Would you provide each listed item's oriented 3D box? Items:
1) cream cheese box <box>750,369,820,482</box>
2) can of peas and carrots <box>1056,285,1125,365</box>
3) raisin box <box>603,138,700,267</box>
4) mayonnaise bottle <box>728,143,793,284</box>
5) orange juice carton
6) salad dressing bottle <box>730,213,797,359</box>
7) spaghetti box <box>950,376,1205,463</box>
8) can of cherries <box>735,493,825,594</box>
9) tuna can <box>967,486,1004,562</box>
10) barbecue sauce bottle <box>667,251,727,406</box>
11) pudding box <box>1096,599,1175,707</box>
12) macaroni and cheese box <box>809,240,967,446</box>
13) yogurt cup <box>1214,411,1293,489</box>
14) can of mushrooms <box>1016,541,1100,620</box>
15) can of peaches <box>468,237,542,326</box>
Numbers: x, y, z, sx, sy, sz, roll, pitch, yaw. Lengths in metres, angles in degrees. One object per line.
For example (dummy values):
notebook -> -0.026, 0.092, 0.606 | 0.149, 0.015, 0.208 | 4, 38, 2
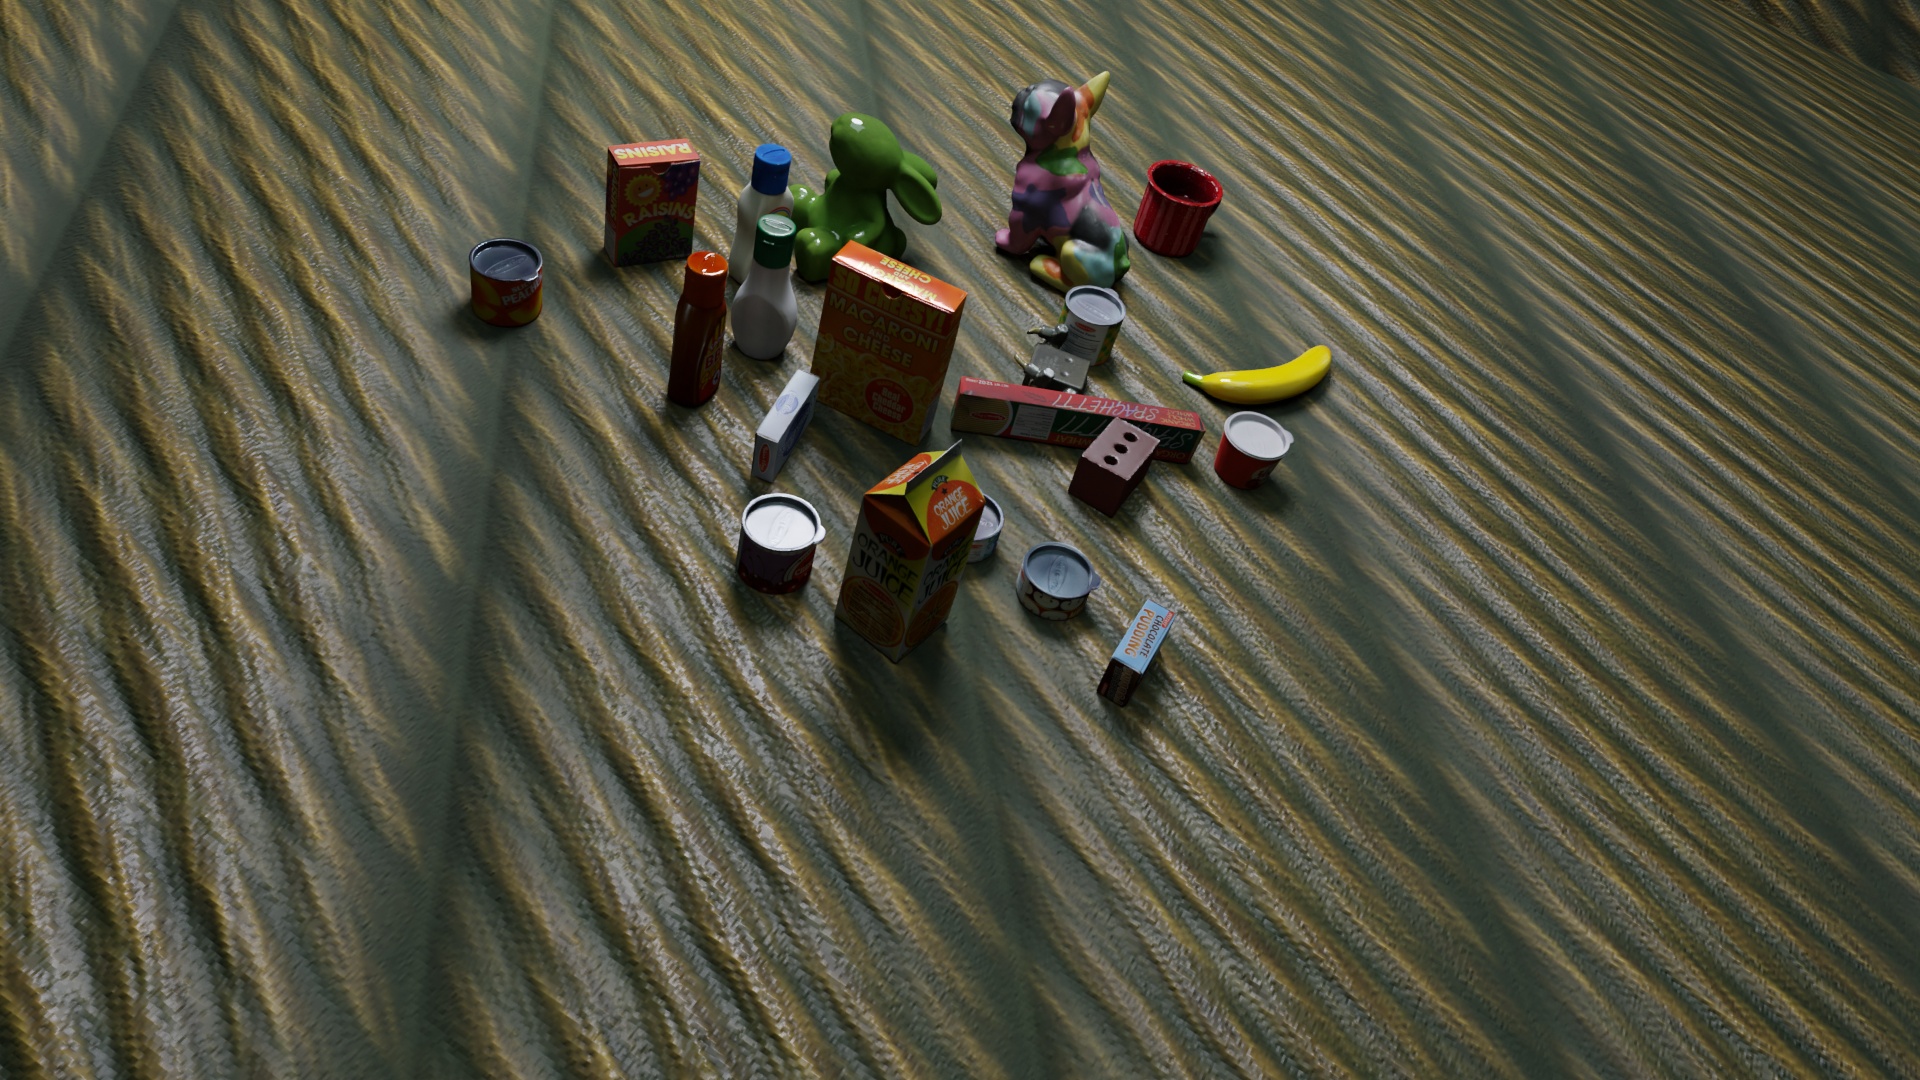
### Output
cream cheese box -> -0.162, -0.106, 1.281 | 0.024, 0.053, 0.104 | 21, 45, 3
can of peas and carrots -> 0.138, -0.231, 1.486 | 0.071, 0.058, 0.071 | 9, 46, -9
raisin box -> -0.314, -0.342, 1.409 | 0.086, 0.122, 0.040 | -14, 53, -27
mayonnaise bottle -> -0.200, -0.331, 1.416 | 0.065, 0.147, 0.041 | -30, 62, -36
orange juice carton -> -0.039, 0.003, 1.117 | 0.073, 0.191, 0.072 | 36, 48, 17
salad dressing bottle -> -0.185, -0.243, 1.337 | 0.064, 0.146, 0.044 | 20, 45, 2
spaghetti box -> 0.116, -0.118, 1.378 | 0.250, 0.049, 0.029 | 8, 46, -10
can of cherries -> -0.152, 0.004, 1.175 | 0.071, 0.058, 0.072 | 9, 46, -9
tuna can -> 0.004, -0.016, 1.260 | 0.071, 0.032, 0.071 | 9, 46, -9
barbecue sauce bottle -> -0.239, -0.196, 1.275 | 0.044, 0.147, 0.065 | 21, 45, 3
pudding box -> 0.151, 0.096, 1.187 | 0.030, 0.049, 0.084 | 29, 46, 11
macaroni and cheese box -> -0.072, -0.181, 1.300 | 0.124, 0.165, 0.040 | 25, 46, 7
yogurt cup -> 0.290, -0.088, 1.400 | 0.072, 0.053, 0.073 | 9, 46, -9
can of mushrooms -> 0.086, 0.037, 1.234 | 0.071, 0.033, 0.071 | 9, 46, -9
can of peaches -> -0.432, -0.245, 1.327 | 0.071, 0.057, 0.071 | 9, 46, -9
